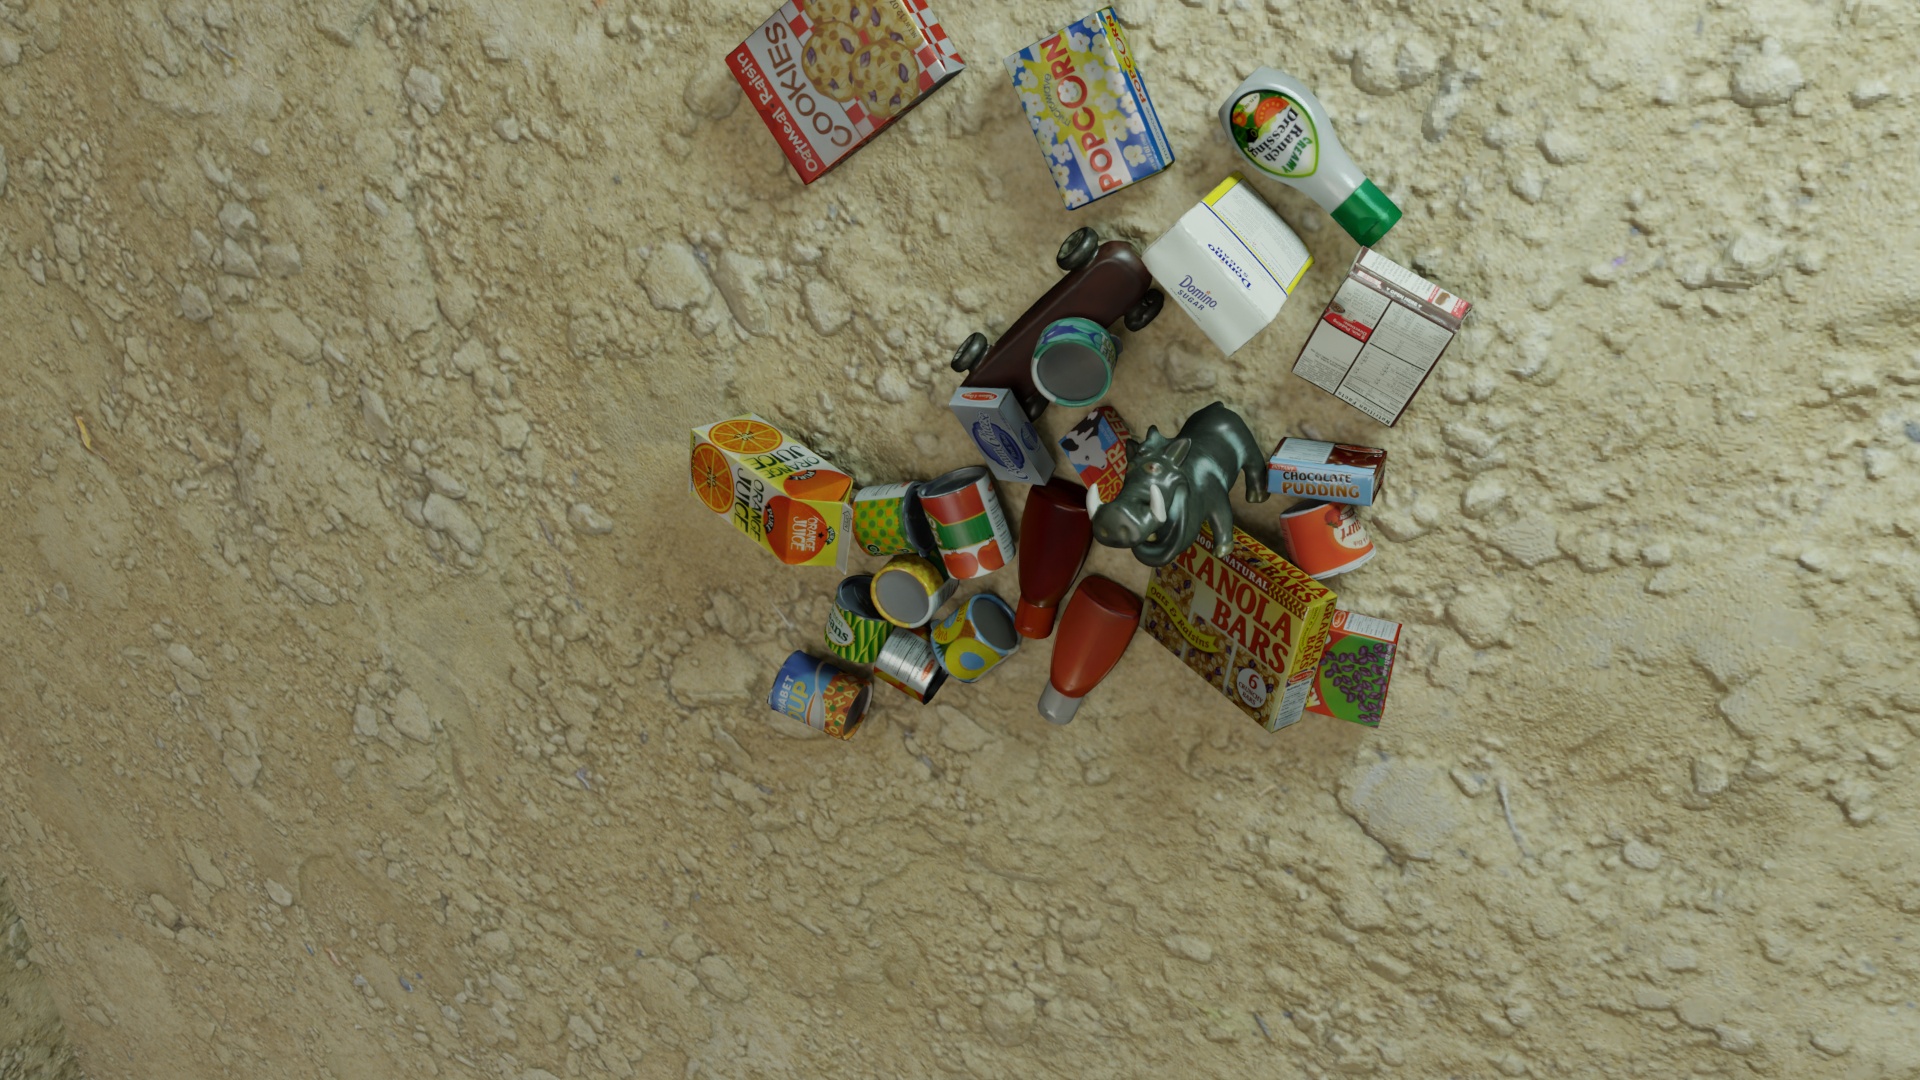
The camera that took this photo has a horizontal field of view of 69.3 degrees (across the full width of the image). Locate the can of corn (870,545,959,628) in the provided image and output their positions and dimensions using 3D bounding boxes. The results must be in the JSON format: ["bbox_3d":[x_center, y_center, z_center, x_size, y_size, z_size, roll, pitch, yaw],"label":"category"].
[{"bbox_3d":[-0.045,0.040,1.299,0.071,0.058,0.070,12,119,22],"label":"can of corn"}]

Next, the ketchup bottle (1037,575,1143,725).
[{"bbox_3d":[0.111,0.104,1.260,0.065,0.044,0.148,30,125,12],"label":"ketchup bottle"}]

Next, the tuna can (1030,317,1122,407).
[{"bbox_3d":[0.092,-0.141,1.099,0.071,0.033,0.070,8,131,9],"label":"tuna can"}]

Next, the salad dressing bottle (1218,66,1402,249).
[{"bbox_3d":[0.252,-0.273,0.995,0.147,0.044,0.064,44,126,-2],"label":"salad dressing bottle"}]

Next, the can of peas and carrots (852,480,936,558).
[{"bbox_3d":[-0.058,-0.017,1.271,0.058,0.071,0.070,-5,112,30],"label":"can of peas and carrots"}]

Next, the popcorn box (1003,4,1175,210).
[{"bbox_3d":[0.098,-0.325,1.052,0.085,0.038,0.126,-16,106,33],"label":"popcorn box"}]

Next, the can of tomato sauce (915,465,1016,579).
[{"bbox_3d":[0.004,-0.016,1.240,0.071,0.071,0.083,-10,110,31],"label":"can of tomato sauce"}]

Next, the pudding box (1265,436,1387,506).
[{"bbox_3d":[0.286,-0.054,1.085,0.084,0.050,0.030,9,120,23],"label":"pudding box"}]

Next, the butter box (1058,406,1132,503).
[{"bbox_3d":[0.130,-0.056,1.161,0.053,0.024,0.103,-43,70,36],"label":"butter box"}]

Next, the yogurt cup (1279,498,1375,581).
[{"bbox_3d":[0.288,-0.004,1.102,0.072,0.073,0.054,-18,97,33],"label":"yogurt cup"}]

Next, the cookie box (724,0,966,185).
[{"bbox_3d":[-0.096,-0.385,1.120,0.167,0.040,0.123,-27,100,35],"label":"cookie box"}]

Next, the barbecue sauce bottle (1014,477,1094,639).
[{"bbox_3d":[0.079,0.020,1.234,0.065,0.044,0.147,23,123,17],"label":"barbecue sauce bottle"}]

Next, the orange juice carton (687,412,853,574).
[{"bbox_3d":[-0.164,-0.041,1.274,0.193,0.073,0.071,33,128,34],"label":"orange juice carton"}]

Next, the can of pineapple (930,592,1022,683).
[{"bbox_3d":[0.014,0.089,1.288,0.071,0.071,0.057,48,125,-2],"label":"can of pineapple"}]

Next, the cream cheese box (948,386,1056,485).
[{"bbox_3d":[0.036,-0.089,1.173,0.053,0.024,0.103,8,148,36],"label":"cream cheese box"}]

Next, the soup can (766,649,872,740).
[{"bbox_3d":[-0.141,0.158,1.401,0.084,0.072,0.071,22,123,16],"label":"soup can"}]

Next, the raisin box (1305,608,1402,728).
[{"bbox_3d":[0.298,0.098,1.164,0.123,0.040,0.085,13,120,20],"label":"raisin box"}]

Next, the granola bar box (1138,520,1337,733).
[{"bbox_3d":[0.223,0.059,1.134,0.166,0.039,0.123,41,134,43],"label":"granola bar box"}]

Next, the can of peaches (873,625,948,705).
[{"bbox_3d":[-0.042,0.115,1.333,0.058,0.071,0.071,29,124,11],"label":"can of peaches"}]

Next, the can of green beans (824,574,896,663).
[{"bbox_3d":[-0.093,0.076,1.338,0.071,0.071,0.057,29,125,12],"label":"can of green beans"}]
